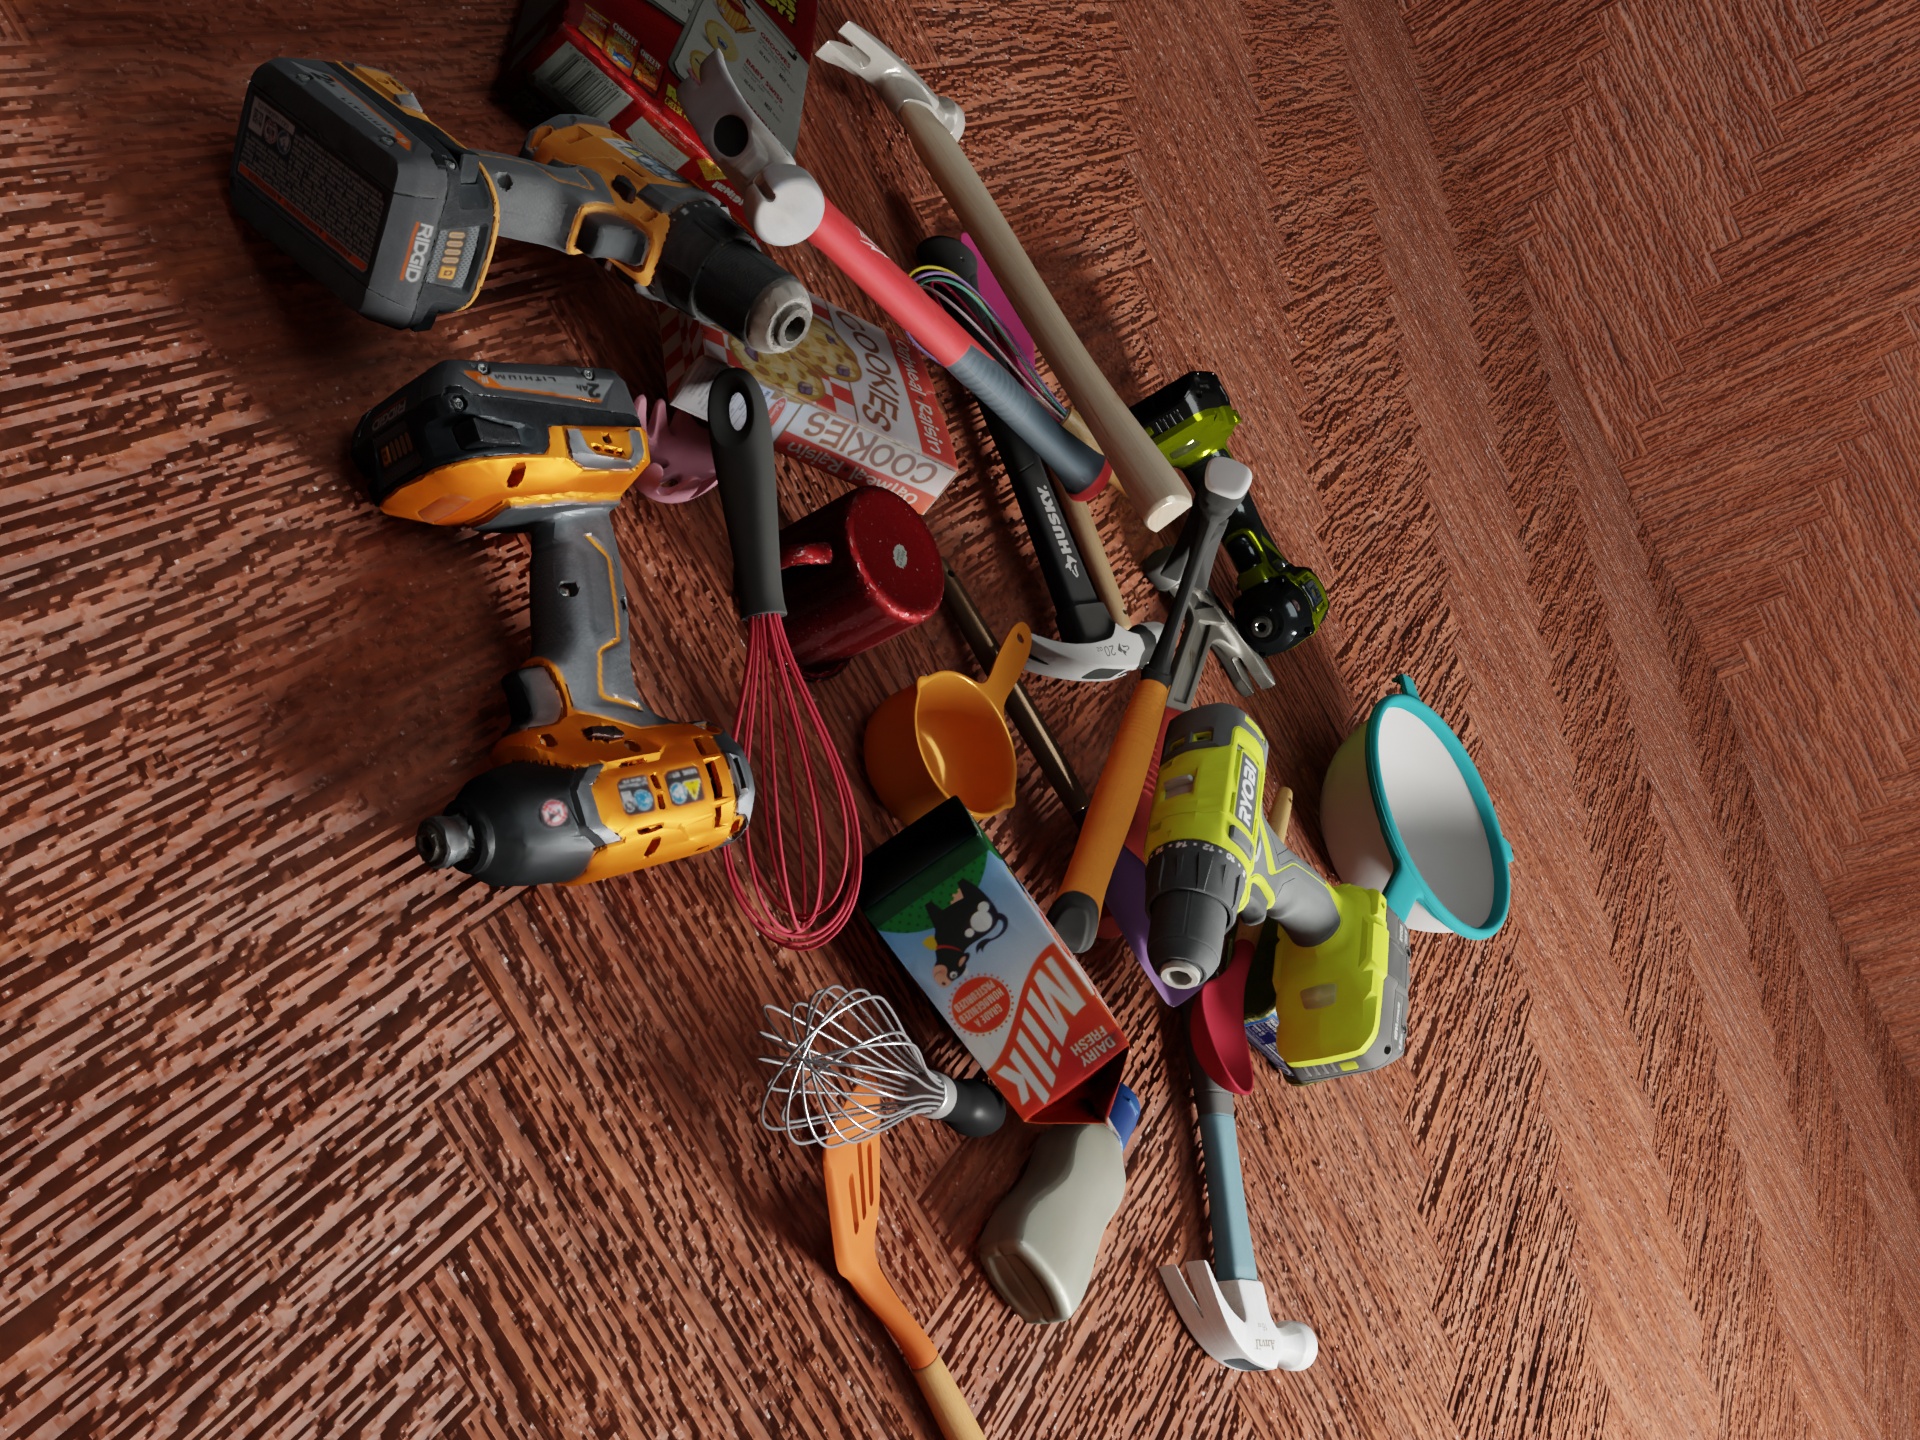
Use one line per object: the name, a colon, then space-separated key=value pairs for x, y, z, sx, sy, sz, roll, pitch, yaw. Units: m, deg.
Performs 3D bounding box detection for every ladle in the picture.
ladle: x=0.200 y=0.138 z=1.092 sx=0.069 sy=0.031 sz=0.316 roll=57 pitch=33 yaw=-19

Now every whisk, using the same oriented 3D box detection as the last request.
whisk: x=0.055 y=-0.222 z=1.081 sx=0.244 sy=0.051 sz=0.047 roll=37 pitch=43 yaw=-26
whisk: x=-0.097 y=-0.033 z=0.794 sx=0.073 sy=0.073 sz=0.296 roll=-1 pitch=82 yaw=-52
whisk: x=-0.023 y=0.172 z=0.747 sx=0.284 sy=0.070 sz=0.070 roll=46 pitch=33 yaw=-65

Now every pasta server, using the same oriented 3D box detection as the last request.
pasta server: x=-0.101 y=-0.183 z=0.929 sx=0.060 sy=0.040 sz=0.316 roll=46 pitch=35 yaw=2

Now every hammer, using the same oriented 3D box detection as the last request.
hammer: x=0.034 y=-0.297 z=1.059 sx=0.146 sy=0.038 sz=0.411 roll=11 pitch=46 yaw=-58
hammer: x=0.037 y=-0.183 z=1.097 sx=0.146 sy=0.035 sz=0.335 roll=-10 pitch=76 yaw=-44
hammer: x=0.165 y=0.245 z=1.035 sx=0.128 sy=0.033 sz=0.331 roll=24 pitch=53 yaw=-45
hammer: x=-0.019 y=-0.239 z=0.945 sx=0.385 sy=0.038 sz=0.143 roll=31 pitch=24 yaw=-52
hammer: x=0.148 y=0.025 z=1.134 sx=0.149 sy=0.037 sz=0.359 roll=50 pitch=38 yaw=-21
hammer: x=0.113 y=-0.005 z=0.991 sx=0.034 sy=0.127 sz=0.337 roll=20 pitch=60 yaw=4

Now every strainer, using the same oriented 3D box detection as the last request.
strainer: x=0.333 y=0.118 z=1.272 sx=0.211 sy=0.095 sz=0.340 roll=57 pitch=38 yaw=-9

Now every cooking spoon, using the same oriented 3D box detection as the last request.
cooking spoon: x=0.063 y=-0.213 z=1.173 sx=0.068 sy=0.017 sz=0.319 roll=-13 pitch=80 yaw=-61

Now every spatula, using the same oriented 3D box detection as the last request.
spatula: x=0.001 y=0.328 z=0.769 sx=0.322 sy=0.041 sz=0.081 roll=64 pitch=18 yaw=-6
spatula: x=0.064 y=0.033 z=0.996 sx=0.060 sy=0.018 sz=0.316 roll=-24 pitch=81 yaw=-47

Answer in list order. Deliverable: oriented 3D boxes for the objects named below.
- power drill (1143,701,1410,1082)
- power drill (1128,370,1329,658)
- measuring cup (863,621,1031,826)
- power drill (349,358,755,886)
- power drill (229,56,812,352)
power drill: x=0.190 y=0.125 z=0.986 sx=0.228 sy=0.080 sz=0.191 roll=46 pitch=41 yaw=-30
power drill: x=0.211 y=-0.158 z=1.249 sx=0.223 sy=0.080 sz=0.171 roll=61 pitch=23 yaw=0
measuring cup: x=-0.001 y=-0.003 z=0.945 sx=0.095 sy=0.052 sz=0.174 roll=53 pitch=36 yaw=-18
power drill: x=-0.188 y=-0.038 z=0.701 sx=0.164 sy=0.084 sz=0.226 roll=-13 pitch=85 yaw=-54
power drill: x=-0.192 y=-0.230 z=0.746 sx=0.185 sy=0.084 sz=0.226 roll=39 pitch=29 yaw=21
